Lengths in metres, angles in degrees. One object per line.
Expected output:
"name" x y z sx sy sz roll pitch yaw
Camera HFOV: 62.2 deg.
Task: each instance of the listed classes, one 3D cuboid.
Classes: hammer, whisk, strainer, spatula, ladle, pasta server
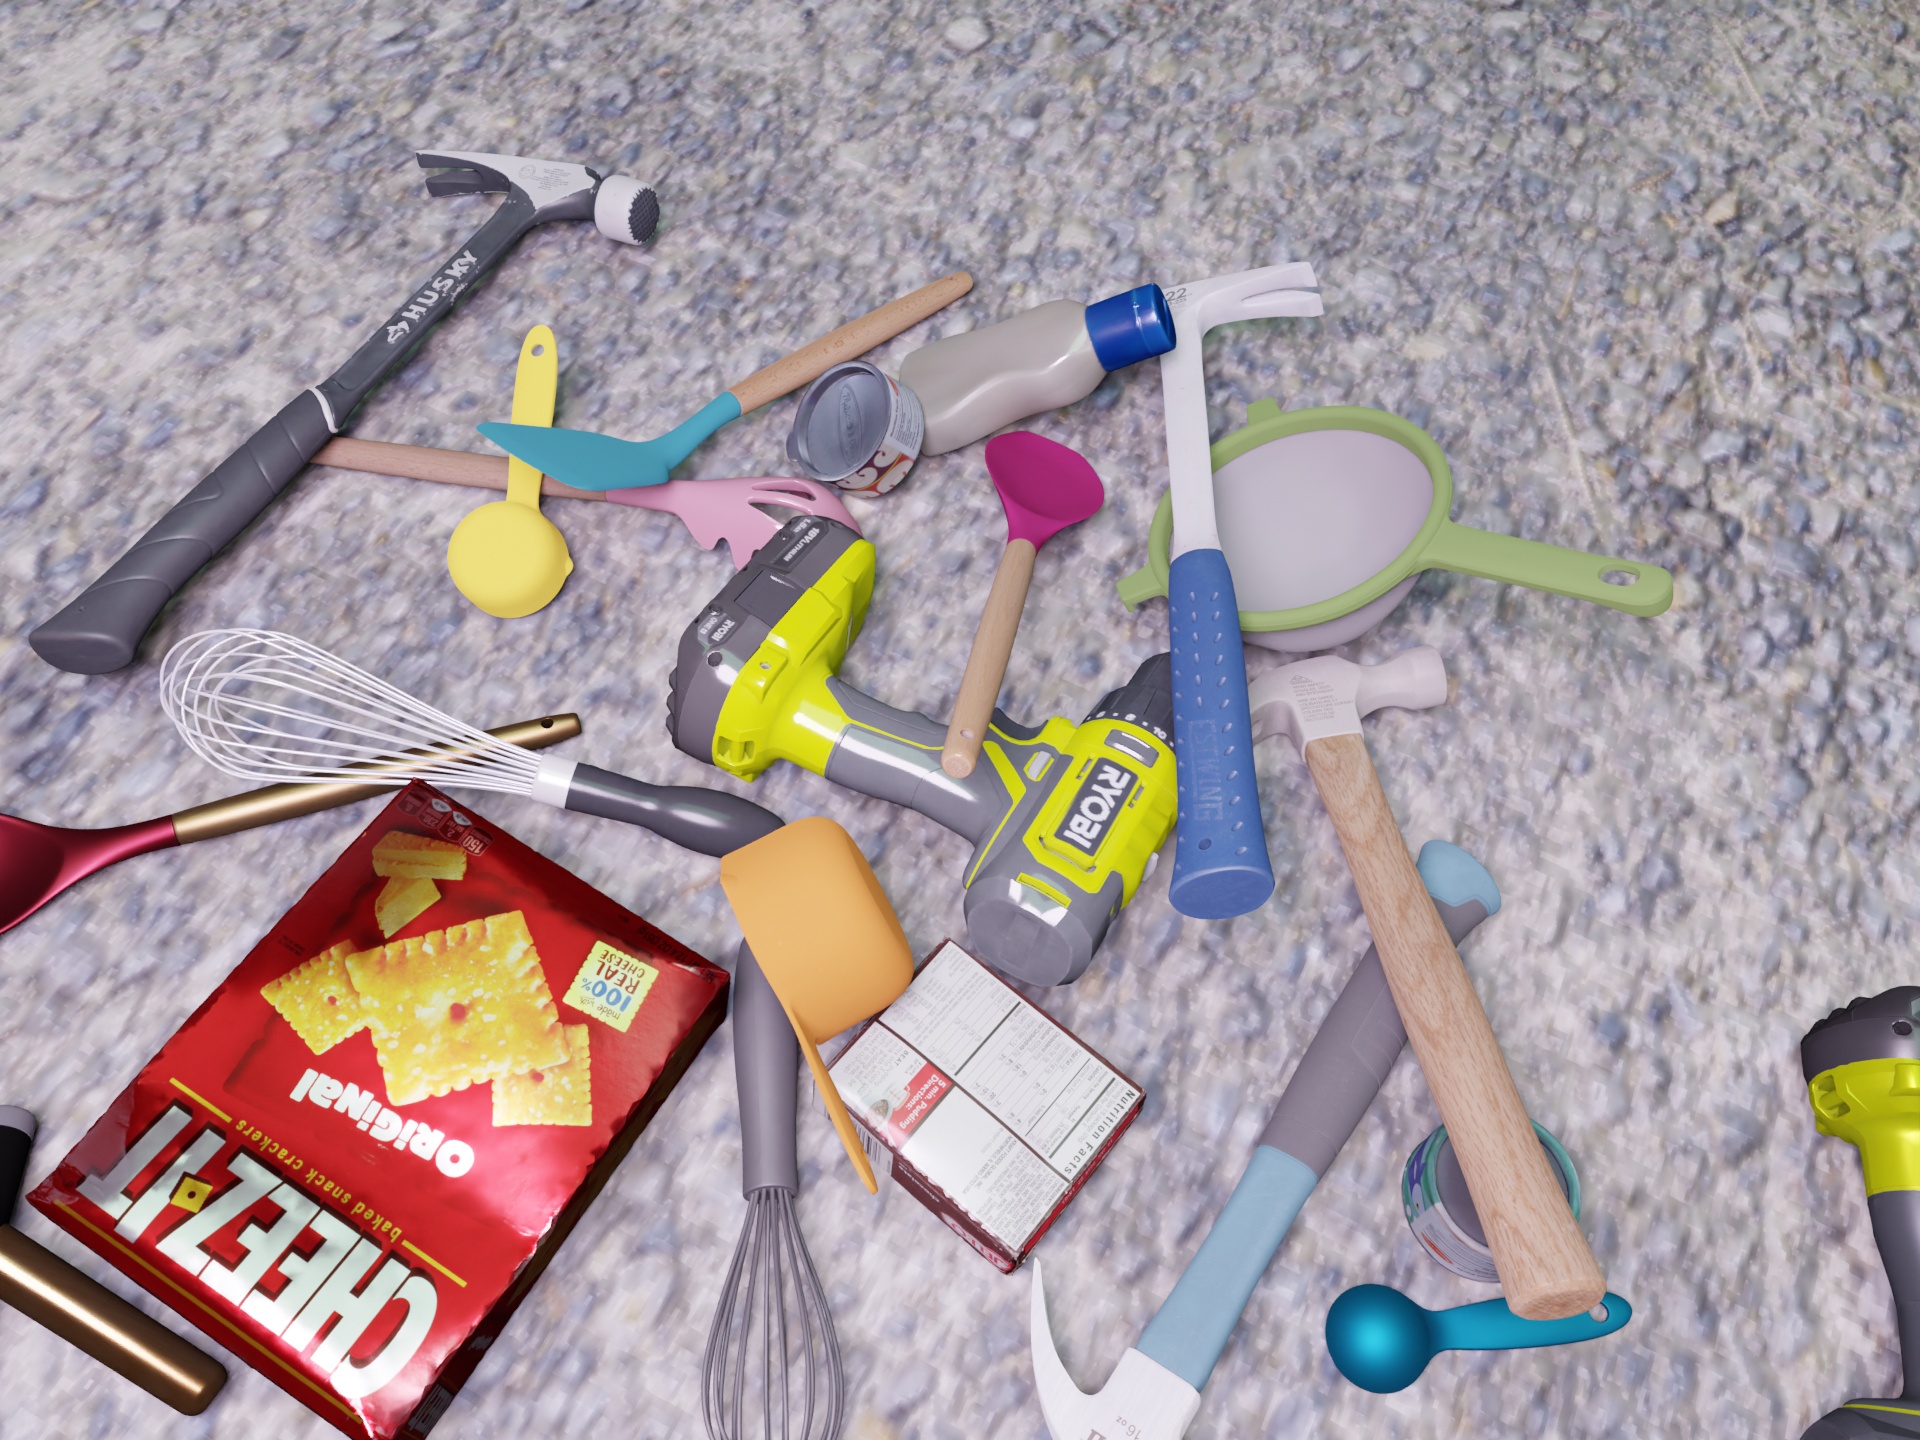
"hammer" 0.143 0.175 0.660 0.128 0.033 0.331 24 55 27
"hammer" -0.327 -0.178 0.835 0.149 0.036 0.409 20 56 17
"hammer" 0.191 0.093 0.683 0.130 0.031 0.332 -10 45 0
"whisk" -0.376 0.181 0.579 0.245 0.047 0.051 38 33 -8
"strainer" 0.215 -0.072 0.770 0.256 0.069 0.151 19 63 38
"whisk" -0.214 0.018 0.715 0.284 0.070 0.070 15 58 -8
"spatula" -0.102 -0.188 0.849 0.082 0.044 0.317 31 51 30
"whisk" -0.079 0.188 0.640 0.055 0.055 0.239 -3 54 -6
"hammer" 0.118 -0.085 0.760 0.144 0.035 0.406 -14 46 19
"ladle" -0.330 0.041 0.725 0.315 0.031 0.069 -15 63 -15
"pasta server" -0.209 -0.120 0.835 0.316 0.040 0.060 8 58 6

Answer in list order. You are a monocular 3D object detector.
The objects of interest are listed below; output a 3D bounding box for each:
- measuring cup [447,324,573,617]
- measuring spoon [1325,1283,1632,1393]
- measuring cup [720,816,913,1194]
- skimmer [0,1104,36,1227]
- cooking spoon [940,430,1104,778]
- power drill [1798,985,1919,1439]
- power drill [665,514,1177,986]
"measuring cup" -0.224 -0.130 0.803 0.062 0.029 0.156 3 81 7
"measuring spoon" 0.212 0.242 0.640 0.128 0.021 0.042 -5 59 -5
"measuring cup" -0.042 0.107 0.625 0.052 0.095 0.174 -29 41 -2
"skimmer" -0.367 0.316 0.551 0.127 0.090 0.364 -6 49 -4
"cooking spoon" 0.025 -0.068 0.752 0.068 0.017 0.319 23 34 -4
"power drill" 0.424 0.232 0.633 0.171 0.080 0.223 10 62 3
"power drill" -0.001 -0.002 0.744 0.228 0.080 0.191 28 51 10
